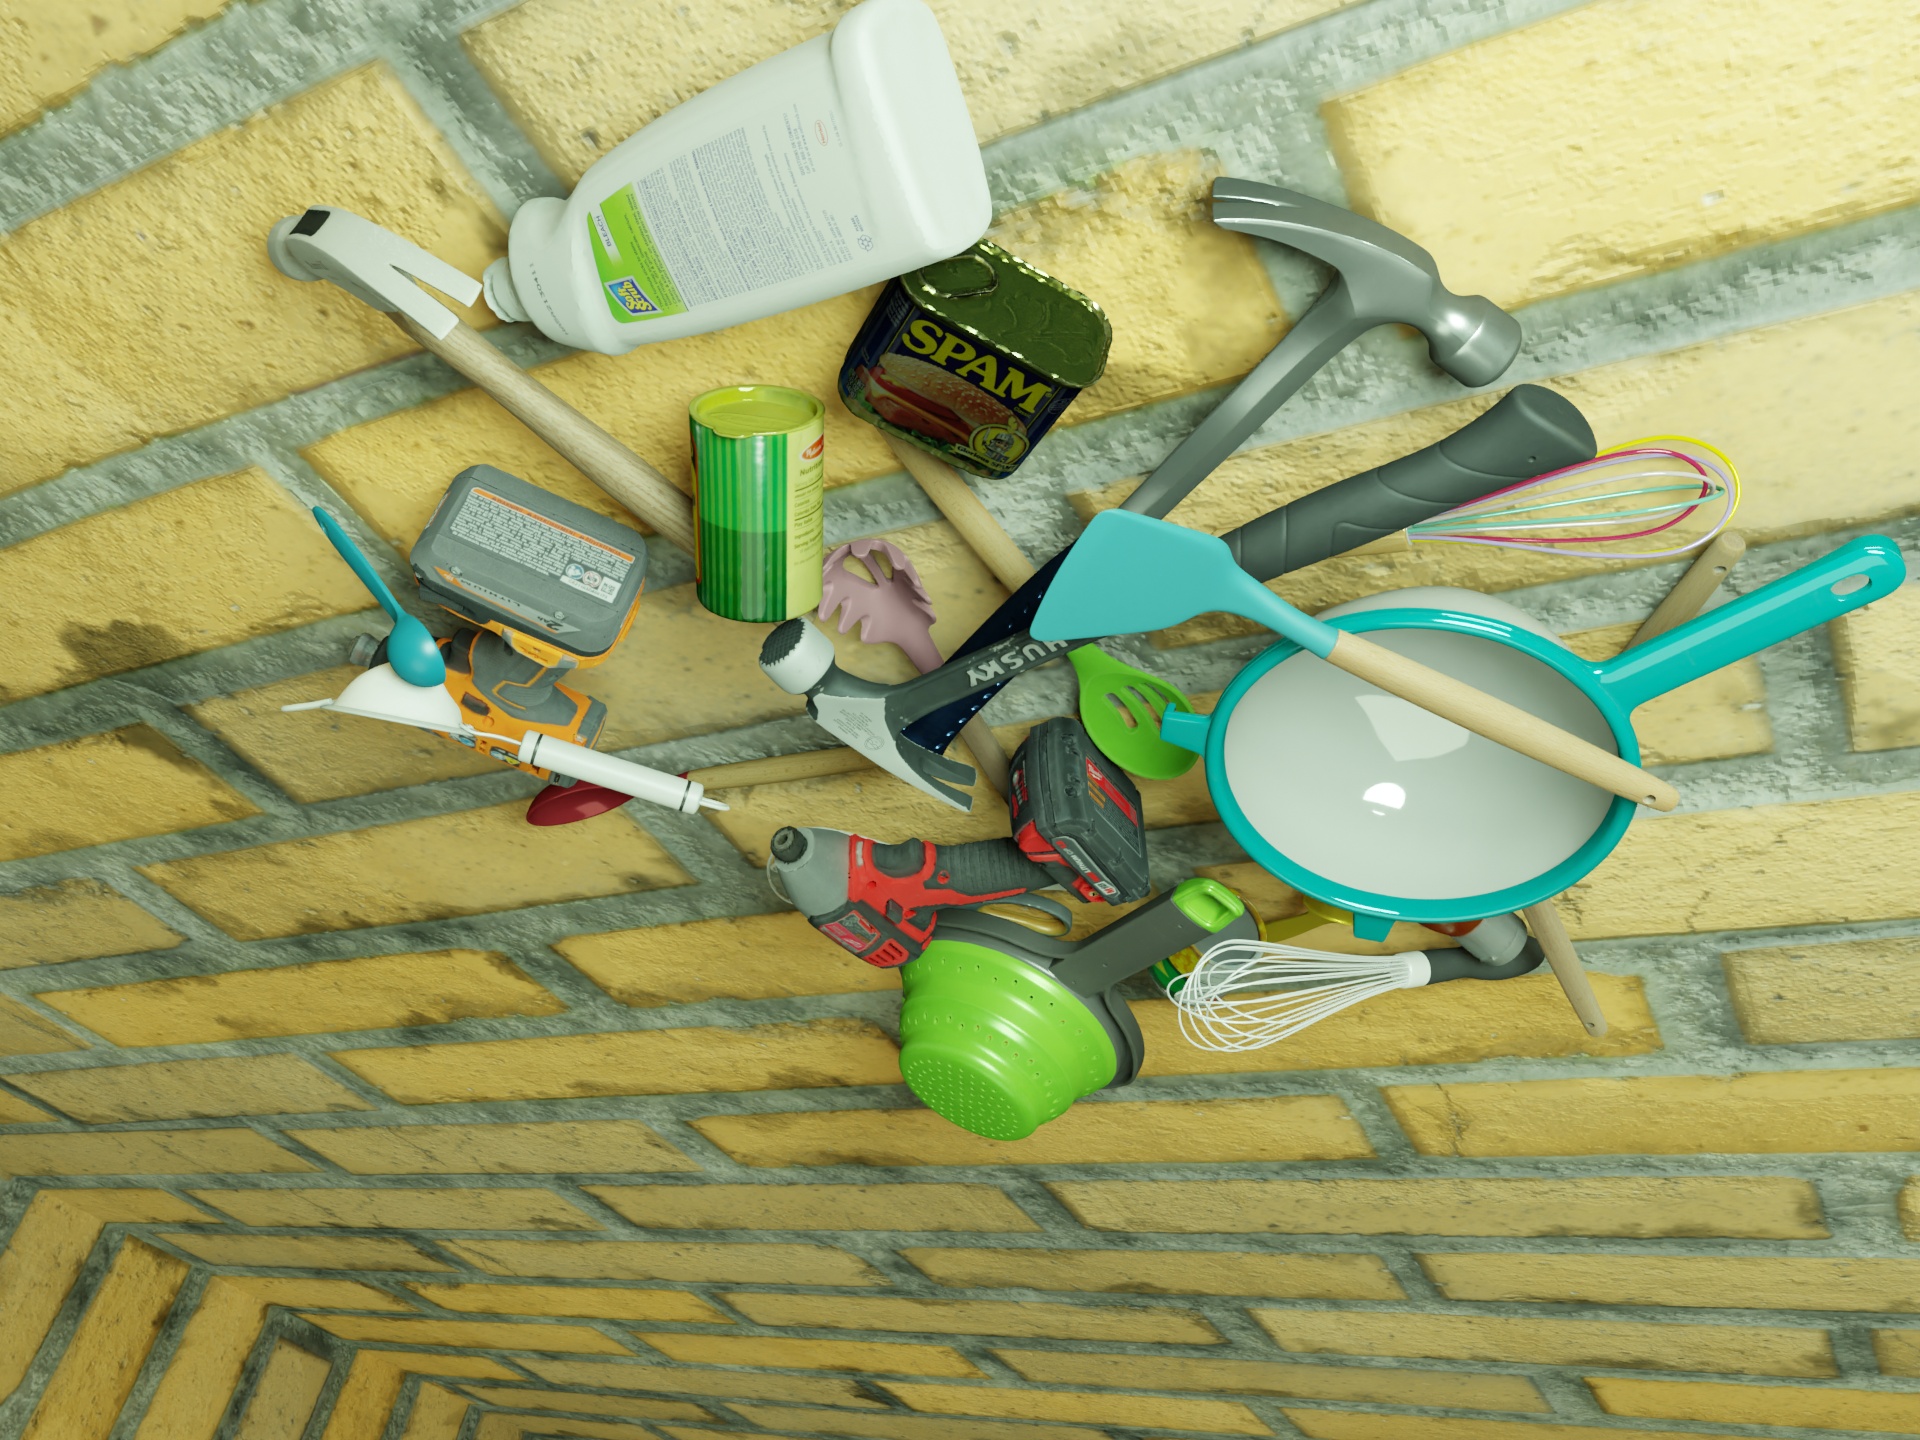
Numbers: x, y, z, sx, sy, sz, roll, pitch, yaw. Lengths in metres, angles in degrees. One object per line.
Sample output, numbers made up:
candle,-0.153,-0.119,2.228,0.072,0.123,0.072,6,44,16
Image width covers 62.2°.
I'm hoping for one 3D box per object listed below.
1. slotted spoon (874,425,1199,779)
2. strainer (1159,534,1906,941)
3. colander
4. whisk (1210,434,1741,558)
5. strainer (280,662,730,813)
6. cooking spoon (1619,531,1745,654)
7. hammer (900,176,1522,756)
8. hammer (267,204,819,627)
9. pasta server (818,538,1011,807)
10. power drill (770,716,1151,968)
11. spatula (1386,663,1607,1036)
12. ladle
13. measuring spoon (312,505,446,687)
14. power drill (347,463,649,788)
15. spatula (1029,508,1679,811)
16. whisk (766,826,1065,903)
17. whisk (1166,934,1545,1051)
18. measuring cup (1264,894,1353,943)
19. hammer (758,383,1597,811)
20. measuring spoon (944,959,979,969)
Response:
slotted spoon,0.039,-0.072,0.863,0.070,0.031,0.313,-16,132,34
strainer,0.282,-0.024,0.791,0.340,0.095,0.210,-30,116,36
colander,0.058,0.204,1.084,0.204,0.094,0.397,38,145,-7
whisk,0.236,-0.098,0.758,0.245,0.051,0.047,-3,119,29
strainer,-0.258,0.011,0.927,0.258,0.050,0.087,19,177,-10
cooking spoon,0.339,0.005,0.870,0.069,0.017,0.318,14,144,0
hammer,0.072,-0.094,0.786,0.144,0.035,0.405,29,136,-18
hammer,-0.192,-0.142,0.814,0.331,0.031,0.130,39,169,-37
pasta server,-0.002,-0.003,0.957,0.060,0.040,0.315,-18,136,16
power drill,-0.005,0.083,0.989,0.219,0.079,0.143,-21,139,23
spatula,0.331,0.085,0.941,0.060,0.018,0.315,-11,126,35
ladle,-0.159,0.038,1.069,0.315,0.031,0.069,-8,169,23
measuring spoon,-0.331,-0.068,0.886,0.129,0.021,0.042,50,146,10
power drill,-0.282,-0.051,0.953,0.164,0.084,0.226,24,146,-10
spatula,0.190,-0.016,0.725,0.317,0.044,0.082,23,133,-7
whisk,-0.014,0.103,1.094,0.246,0.059,0.057,1,154,10
whisk,0.255,0.159,0.996,0.284,0.070,0.070,-3,150,-25
measuring cup,0.232,0.123,1.064,0.062,0.029,0.156,25,154,-14
hammer,0.098,-0.057,0.767,0.409,0.036,0.149,-22,130,31
measuring spoon,-0.016,0.168,1.210,0.034,0.018,0.124,-15,128,33
